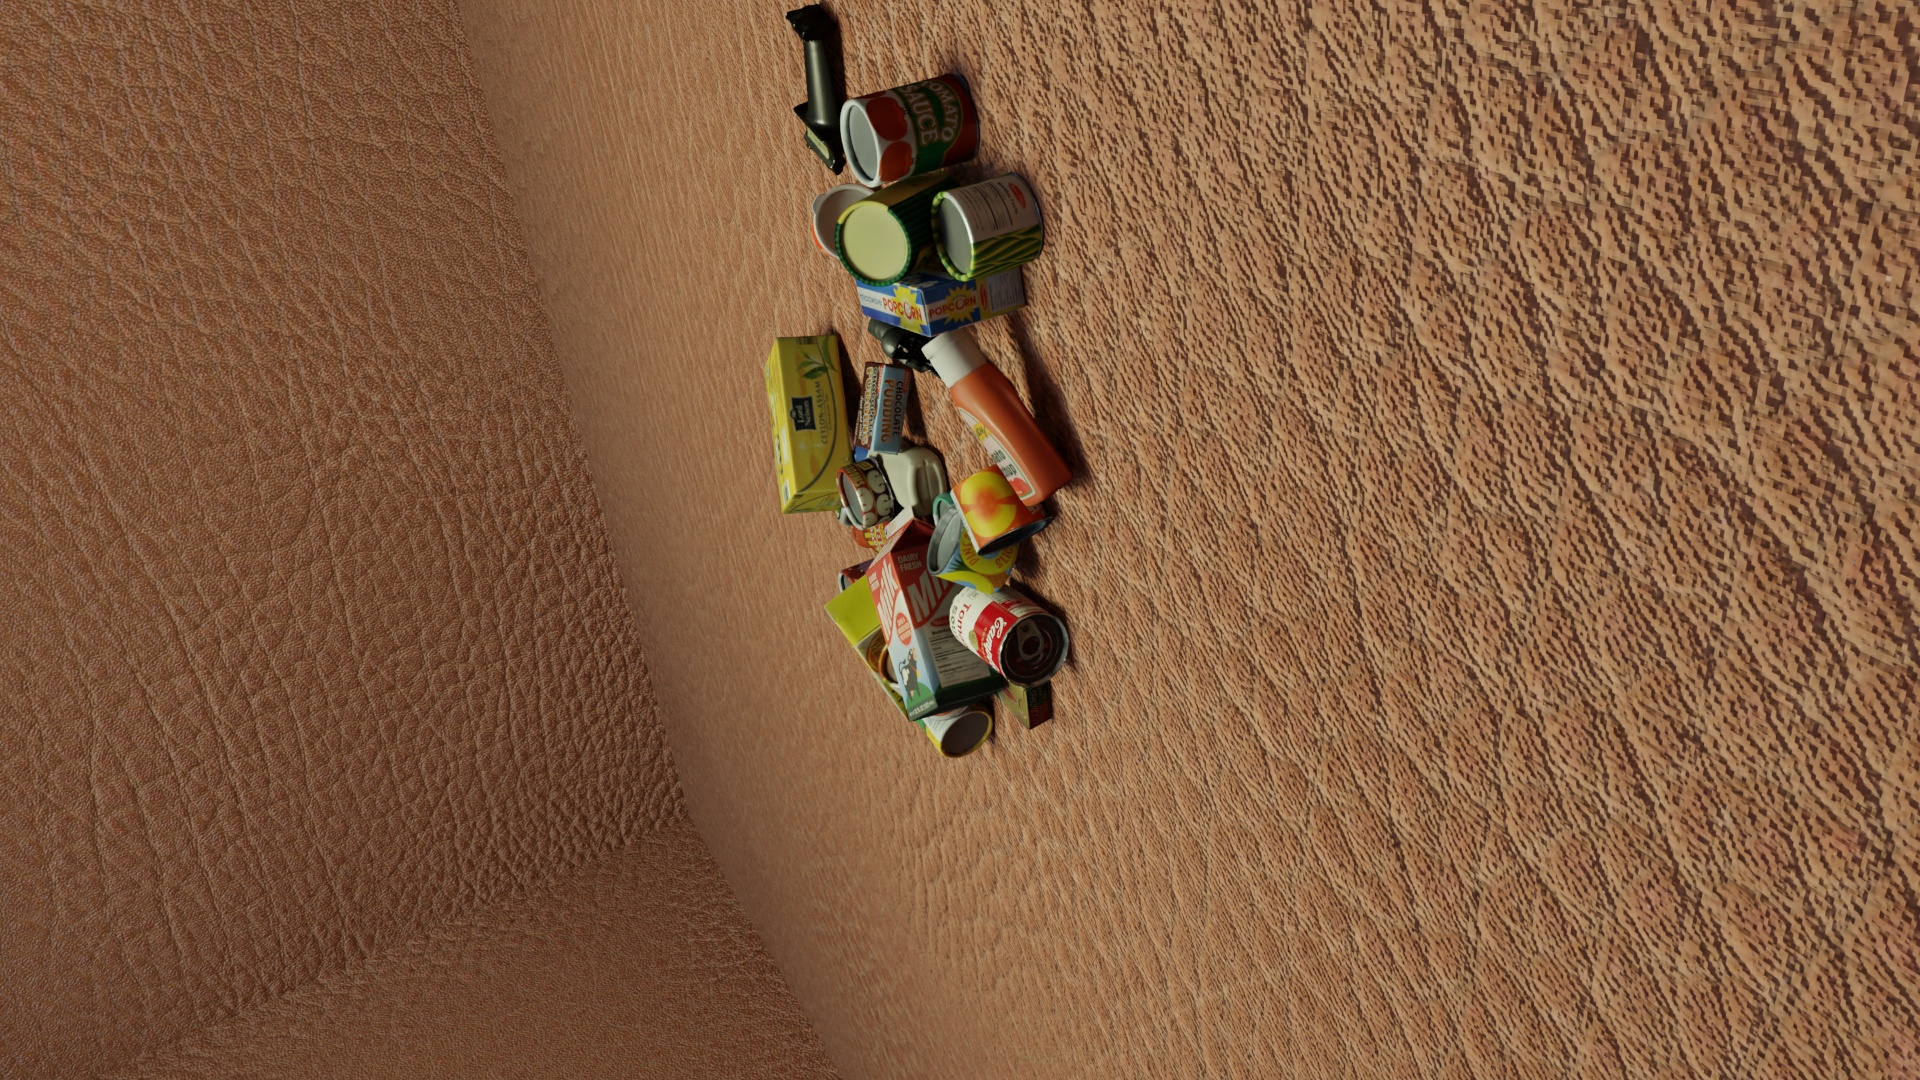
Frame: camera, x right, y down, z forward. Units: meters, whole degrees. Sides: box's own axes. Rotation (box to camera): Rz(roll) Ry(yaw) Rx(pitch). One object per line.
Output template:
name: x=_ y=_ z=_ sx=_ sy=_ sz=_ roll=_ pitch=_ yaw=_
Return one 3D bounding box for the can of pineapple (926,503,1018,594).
can of pineapple: x=0.012 y=0.008 z=1.201 sx=0.070 sy=0.058 sz=0.071 roll=-52 pitch=27 yaw=41

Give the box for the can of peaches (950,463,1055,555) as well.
can of peaches: x=0.034 y=-0.028 z=1.143 sx=0.058 sy=0.071 sz=0.071 roll=65 pitch=158 yaw=11

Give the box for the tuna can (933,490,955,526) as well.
tuna can: x=0.005 y=-0.016 z=1.266 sx=0.071 sy=0.033 sz=0.070 roll=51 pitch=153 yaw=39

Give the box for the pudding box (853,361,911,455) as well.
pudding box: x=-0.074 y=-0.126 z=1.316 sx=0.050 sy=0.030 sz=0.083 roll=22 pitch=105 yaw=60

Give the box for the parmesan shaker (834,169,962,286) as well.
parmesan shaker: x=-0.045 y=-0.237 z=1.053 sx=0.071 sy=0.103 sz=0.071 roll=13 pitch=122 yaw=22

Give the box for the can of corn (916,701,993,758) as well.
can of corn: x=-0.006 y=0.183 z=1.435 sx=0.058 sy=0.071 sz=0.070 roll=47 pitch=150 yaw=43

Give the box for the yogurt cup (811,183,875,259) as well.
yogurt cup: x=-0.101 y=-0.280 z=1.236 sx=0.054 sy=0.072 sz=0.072 roll=-163 pitch=54 yaw=-73

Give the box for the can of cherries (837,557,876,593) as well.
can of cherries: x=-0.095 y=0.055 z=1.536 sx=0.072 sy=0.058 sz=0.071 roll=50 pitch=152 yaw=40

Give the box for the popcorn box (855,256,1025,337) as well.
popcorn box: x=-0.018 y=-0.196 z=1.081 sx=0.127 sy=0.085 sz=0.038 roll=30 pitch=136 yaw=57

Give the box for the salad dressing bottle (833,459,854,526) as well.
salad dressing bottle: x=-0.144 y=-0.083 z=1.545 sx=0.148 sy=0.044 sz=0.064 roll=57 pitch=153 yaw=29

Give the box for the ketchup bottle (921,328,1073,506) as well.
ketchup bottle: x=0.028 y=-0.098 z=1.070 sx=0.148 sy=0.043 sz=0.064 roll=55 pitch=170 yaw=-5

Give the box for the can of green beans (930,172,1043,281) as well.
can of green beans: x=0.018 y=-0.226 z=1.004 sx=0.071 sy=0.058 sz=0.071 roll=50 pitch=152 yaw=40

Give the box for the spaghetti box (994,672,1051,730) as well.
spaghetti box: x=0.010 y=0.093 z=1.358 sx=0.251 sy=0.029 sz=0.050 roll=43 pitch=147 yaw=48

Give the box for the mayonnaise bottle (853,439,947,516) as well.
mayonnaise bottle: x=-0.062 y=-0.071 z=1.366 sx=0.148 sy=0.041 sz=0.064 roll=33 pitch=135 yaw=59

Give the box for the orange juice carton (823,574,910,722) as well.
orange juice carton: x=-0.062 y=0.121 z=1.456 sx=0.072 sy=0.073 sz=0.192 roll=46 pitch=170 yaw=43

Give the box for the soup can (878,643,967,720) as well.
soup can: x=-0.034 y=0.131 z=1.381 sx=0.071 sy=0.071 sz=0.083 roll=48 pitch=-179 yaw=42

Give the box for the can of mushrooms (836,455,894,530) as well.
can of mushrooms: x=-0.094 y=-0.047 z=1.357 sx=0.071 sy=0.033 sz=0.070 roll=54 pitch=156 yaw=39

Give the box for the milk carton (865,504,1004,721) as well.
milk carton: x=-0.032 y=0.065 z=1.305 sx=0.072 sy=0.074 sz=0.191 roll=-39 pitch=66 yaw=61

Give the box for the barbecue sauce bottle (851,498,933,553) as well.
barbecue sauce bottle: x=-0.073 y=-0.010 z=1.442 sx=0.148 sy=0.044 sz=0.065 roll=178 pitch=79 yaw=-68

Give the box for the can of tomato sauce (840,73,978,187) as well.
can of tomato sauce: x=-0.038 y=-0.305 z=1.030 sx=0.071 sy=0.083 sz=0.070 roll=49 pitch=151 yaw=40
